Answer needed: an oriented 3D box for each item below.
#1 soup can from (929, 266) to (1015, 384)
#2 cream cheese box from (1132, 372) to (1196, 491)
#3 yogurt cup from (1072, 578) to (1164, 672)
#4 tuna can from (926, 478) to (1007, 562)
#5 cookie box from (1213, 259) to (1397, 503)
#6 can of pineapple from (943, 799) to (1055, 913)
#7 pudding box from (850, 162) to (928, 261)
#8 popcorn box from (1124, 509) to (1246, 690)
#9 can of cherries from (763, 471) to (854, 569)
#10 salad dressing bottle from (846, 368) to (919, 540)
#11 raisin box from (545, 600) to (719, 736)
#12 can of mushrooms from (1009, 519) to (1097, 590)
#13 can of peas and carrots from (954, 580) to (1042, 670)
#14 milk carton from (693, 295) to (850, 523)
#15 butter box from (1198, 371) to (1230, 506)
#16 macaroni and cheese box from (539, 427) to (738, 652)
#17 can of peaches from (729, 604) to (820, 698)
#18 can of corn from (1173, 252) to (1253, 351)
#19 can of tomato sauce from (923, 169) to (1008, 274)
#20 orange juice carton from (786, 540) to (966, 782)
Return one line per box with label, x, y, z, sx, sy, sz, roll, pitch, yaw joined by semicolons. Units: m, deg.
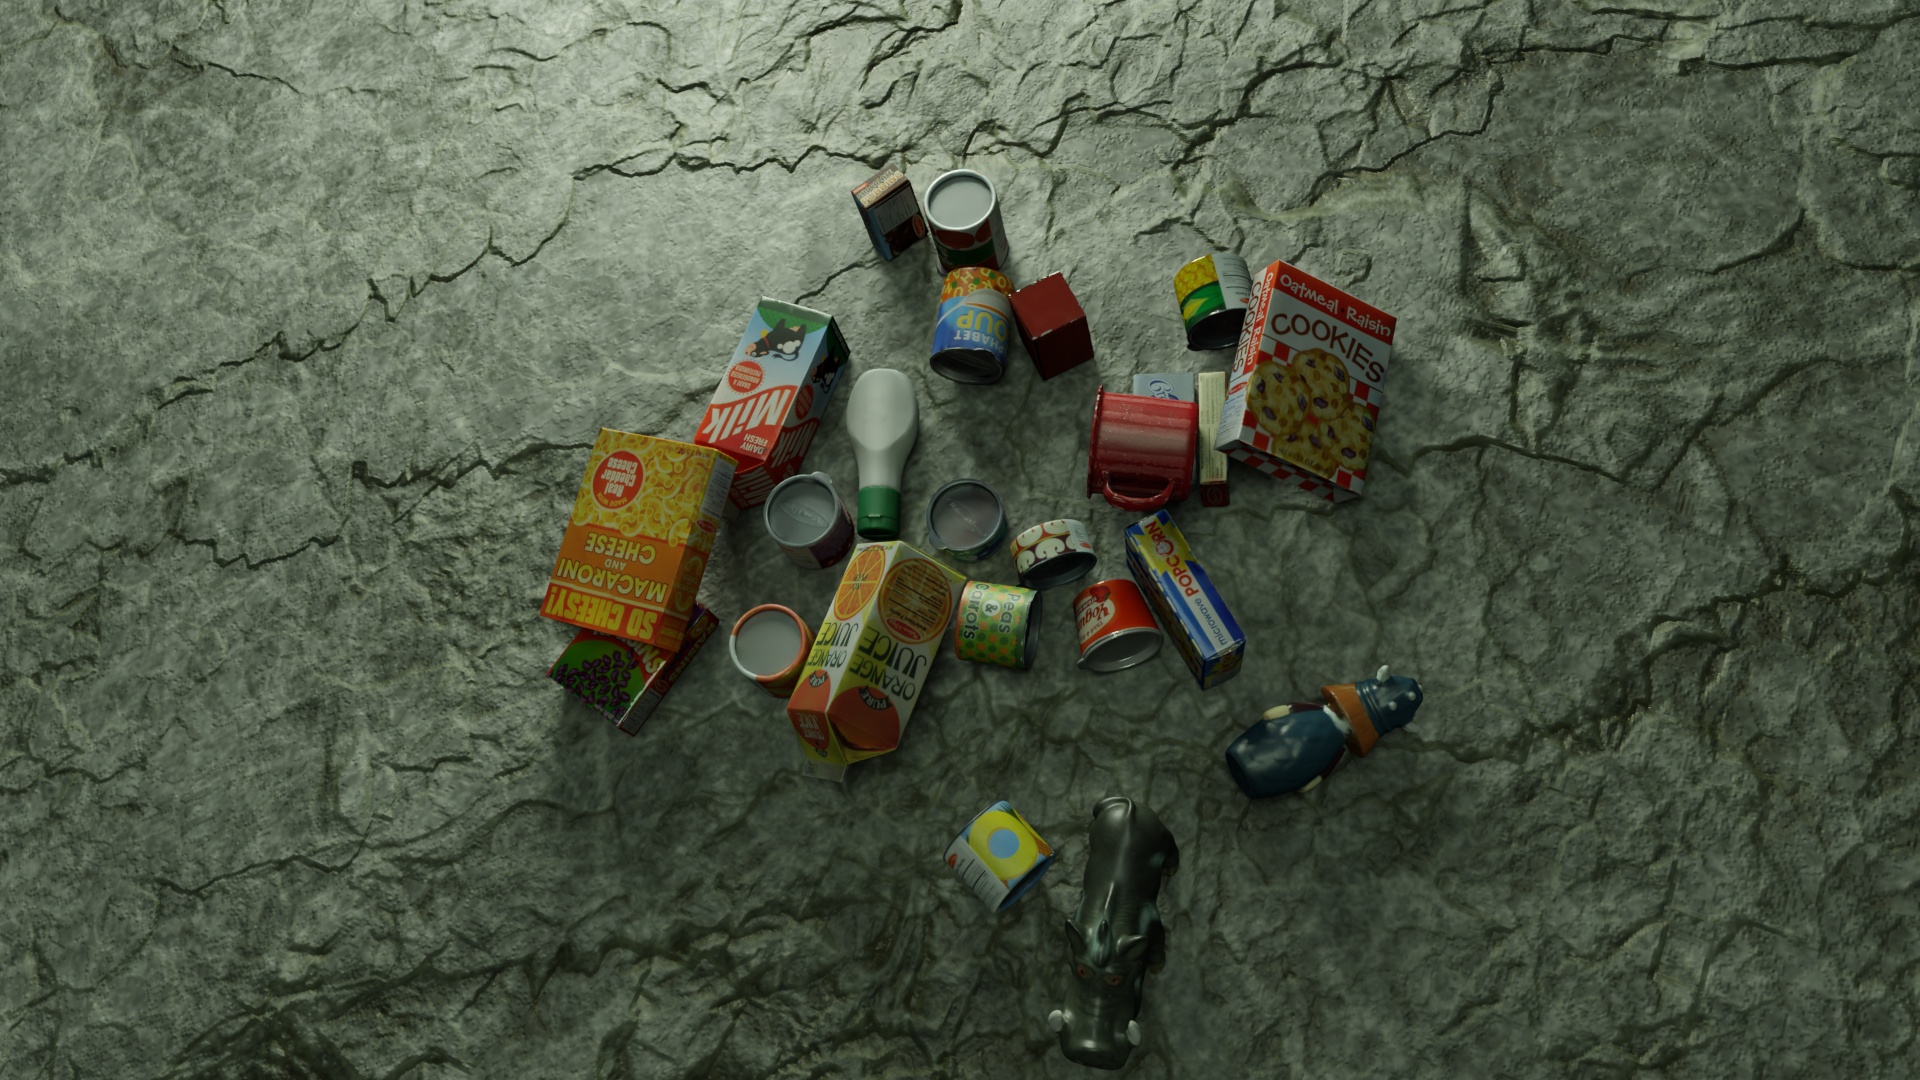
soup can;0.013;-0.190;1.222;0.071;0.071;0.084;5;70;11
cream cheese box;0.173;-0.092;1.183;0.053;0.024;0.104;0;69;9
yogurt cup;0.123;0.067;1.110;0.072;0.072;0.054;-17;60;3
tuna can;0.004;-0.015;1.177;0.071;0.032;0.071;-3;69;8
cookie box;0.285;-0.130;1.141;0.123;0.040;0.168;22;71;-17
can of pineapple;0.031;0.240;1.057;0.071;0.071;0.058;-43;69;-8
pudding box;-0.064;-0.299;1.270;0.050;0.083;0.030;-36;65;-4
popcorn box;0.176;0.048;1.096;0.038;0.085;0.127;-28;67;-2
can of cherries;-0.126;-0.017;1.186;0.071;0.058;0.072;-4;68;9
salad dressing bottle;-0.069;-0.074;1.207;0.064;0.044;0.148;-1;70;7
raisin box;-0.277;0.090;1.180;0.086;0.040;0.123;31;77;20
can of mushrooms;0.073;0.013;1.137;0.071;0.071;0.033;-19;67;2
can of peas and carrots;0.031;0.067;1.120;0.059;0.070;0.071;8;71;13
milk carton;-0.171;-0.111;1.221;0.073;0.072;0.191;17;73;16
butter box;0.212;-0.085;1.158;0.024;0.053;0.104;-2;68;12
macaroni and cheese box;-0.266;-0.002;1.152;0.124;0.040;0.166;11;80;25
can of peaches;-0.150;0.090;1.148;0.071;0.058;0.071;-3;69;9
can of corn;0.220;-0.205;1.198;0.071;0.071;0.058;-12;67;5
can of tomato sauce;0.004;-0.283;1.253;0.071;0.083;0.071;-3;69;8
orange juice carton;-0.074;0.100;1.110;0.073;0.071;0.193;31;72;-27
